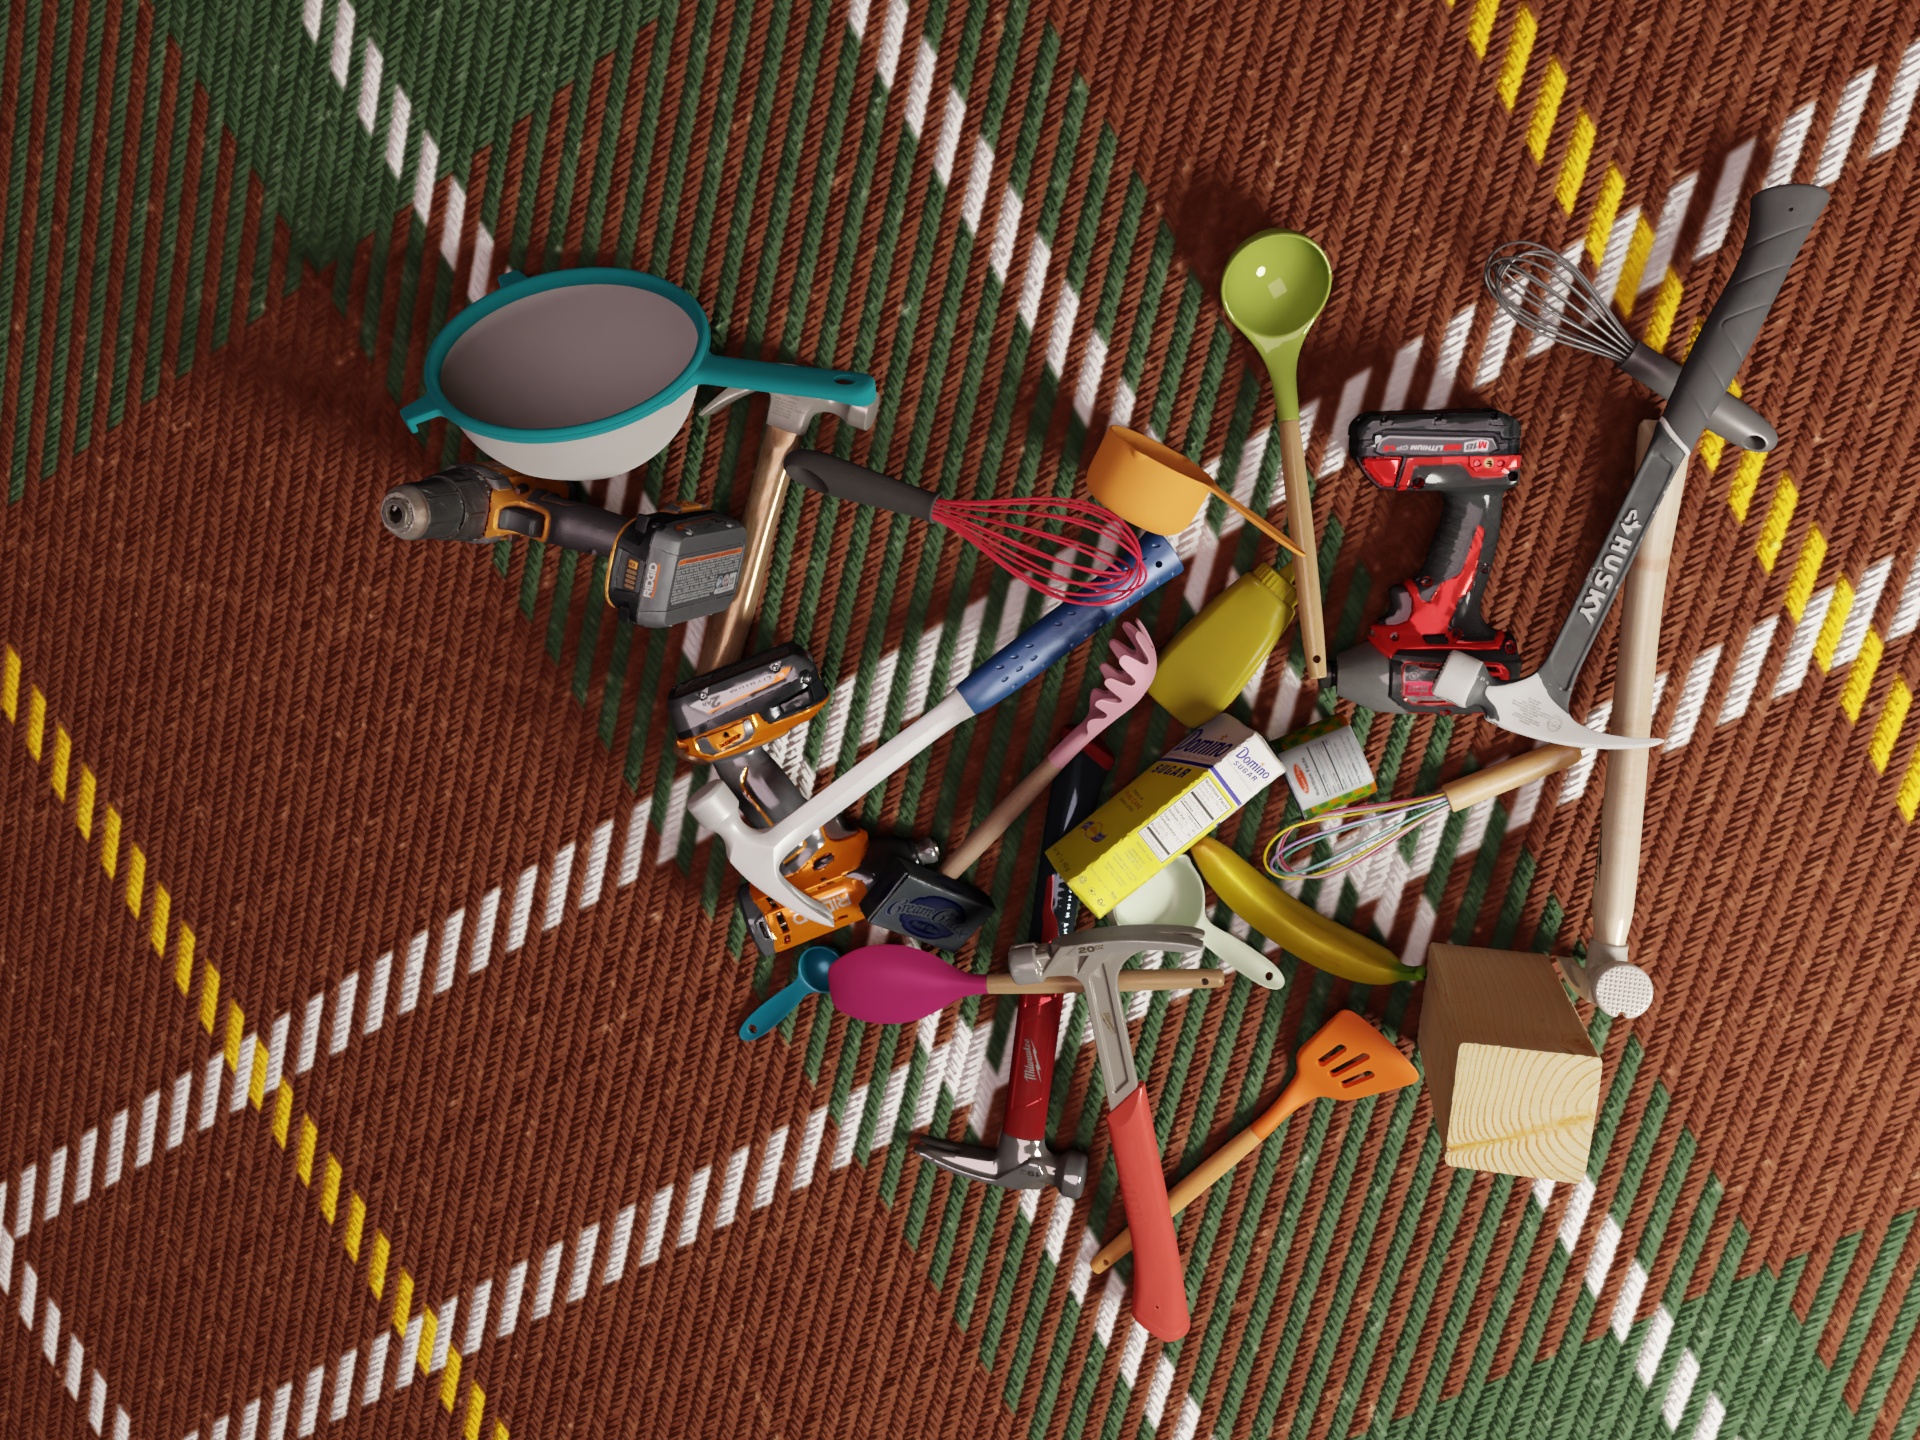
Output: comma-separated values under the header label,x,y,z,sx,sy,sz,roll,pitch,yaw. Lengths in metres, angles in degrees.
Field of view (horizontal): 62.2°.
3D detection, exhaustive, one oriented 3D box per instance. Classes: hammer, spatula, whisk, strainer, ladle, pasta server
label,x,y,z,sx,sy,sz,roll,pitch,yaw
hammer,0.474,-0.170,1.065,0.149,0.036,0.409,27,93,16
spatula,0.219,0.347,1.268,0.081,0.041,0.322,44,106,-4
whisk,0.468,-0.257,1.106,0.239,0.055,0.055,33,105,-1
strainer,-0.226,-0.238,1.197,0.340,0.211,0.095,9,139,10
hammer,0.144,0.327,1.242,0.149,0.037,0.359,-8,108,16
hammer,0.054,0.191,1.274,0.143,0.038,0.386,9,102,11
hammer,-0.002,-0.004,1.201,0.405,0.035,0.144,-37,107,1
ladle,0.239,-0.189,1.136,0.078,0.062,0.320,-6,91,8
whisk,0.343,0.065,1.191,0.245,0.051,0.047,-23,91,11
hammer,0.474,-0.005,1.131,0.038,0.146,0.410,6,92,9
hammer,-0.173,-0.122,1.266,0.130,0.031,0.331,20,104,7
whisk,0.000,-0.151,1.173,0.296,0.073,0.073,19,104,17
pasta server,0.050,0.045,1.219,0.040,0.060,0.316,35,120,-13

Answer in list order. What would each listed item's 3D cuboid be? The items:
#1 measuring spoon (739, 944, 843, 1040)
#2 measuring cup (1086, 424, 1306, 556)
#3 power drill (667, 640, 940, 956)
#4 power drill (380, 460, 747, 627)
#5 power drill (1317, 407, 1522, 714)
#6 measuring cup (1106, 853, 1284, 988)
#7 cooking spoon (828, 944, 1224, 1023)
label,x,y,z,sx,sy,sz,roll,pitch,yaw
measuring spoon,-0.141,0.229,1.335,0.128,0.021,0.042,-42,91,24
measuring cup,0.167,-0.149,1.151,0.174,0.095,0.052,38,112,20
power drill,-0.122,0.058,1.255,0.164,0.084,0.226,-21,103,-2
power drill,-0.299,-0.140,1.193,0.226,0.185,0.084,20,108,17
power drill,0.331,-0.111,1.146,0.143,0.078,0.219,0,103,12
measuring cup,0.184,0.163,1.246,0.167,0.038,0.083,35,83,-15
cooking spoon,0.047,0.206,1.249,0.319,0.017,0.068,-4,102,15
